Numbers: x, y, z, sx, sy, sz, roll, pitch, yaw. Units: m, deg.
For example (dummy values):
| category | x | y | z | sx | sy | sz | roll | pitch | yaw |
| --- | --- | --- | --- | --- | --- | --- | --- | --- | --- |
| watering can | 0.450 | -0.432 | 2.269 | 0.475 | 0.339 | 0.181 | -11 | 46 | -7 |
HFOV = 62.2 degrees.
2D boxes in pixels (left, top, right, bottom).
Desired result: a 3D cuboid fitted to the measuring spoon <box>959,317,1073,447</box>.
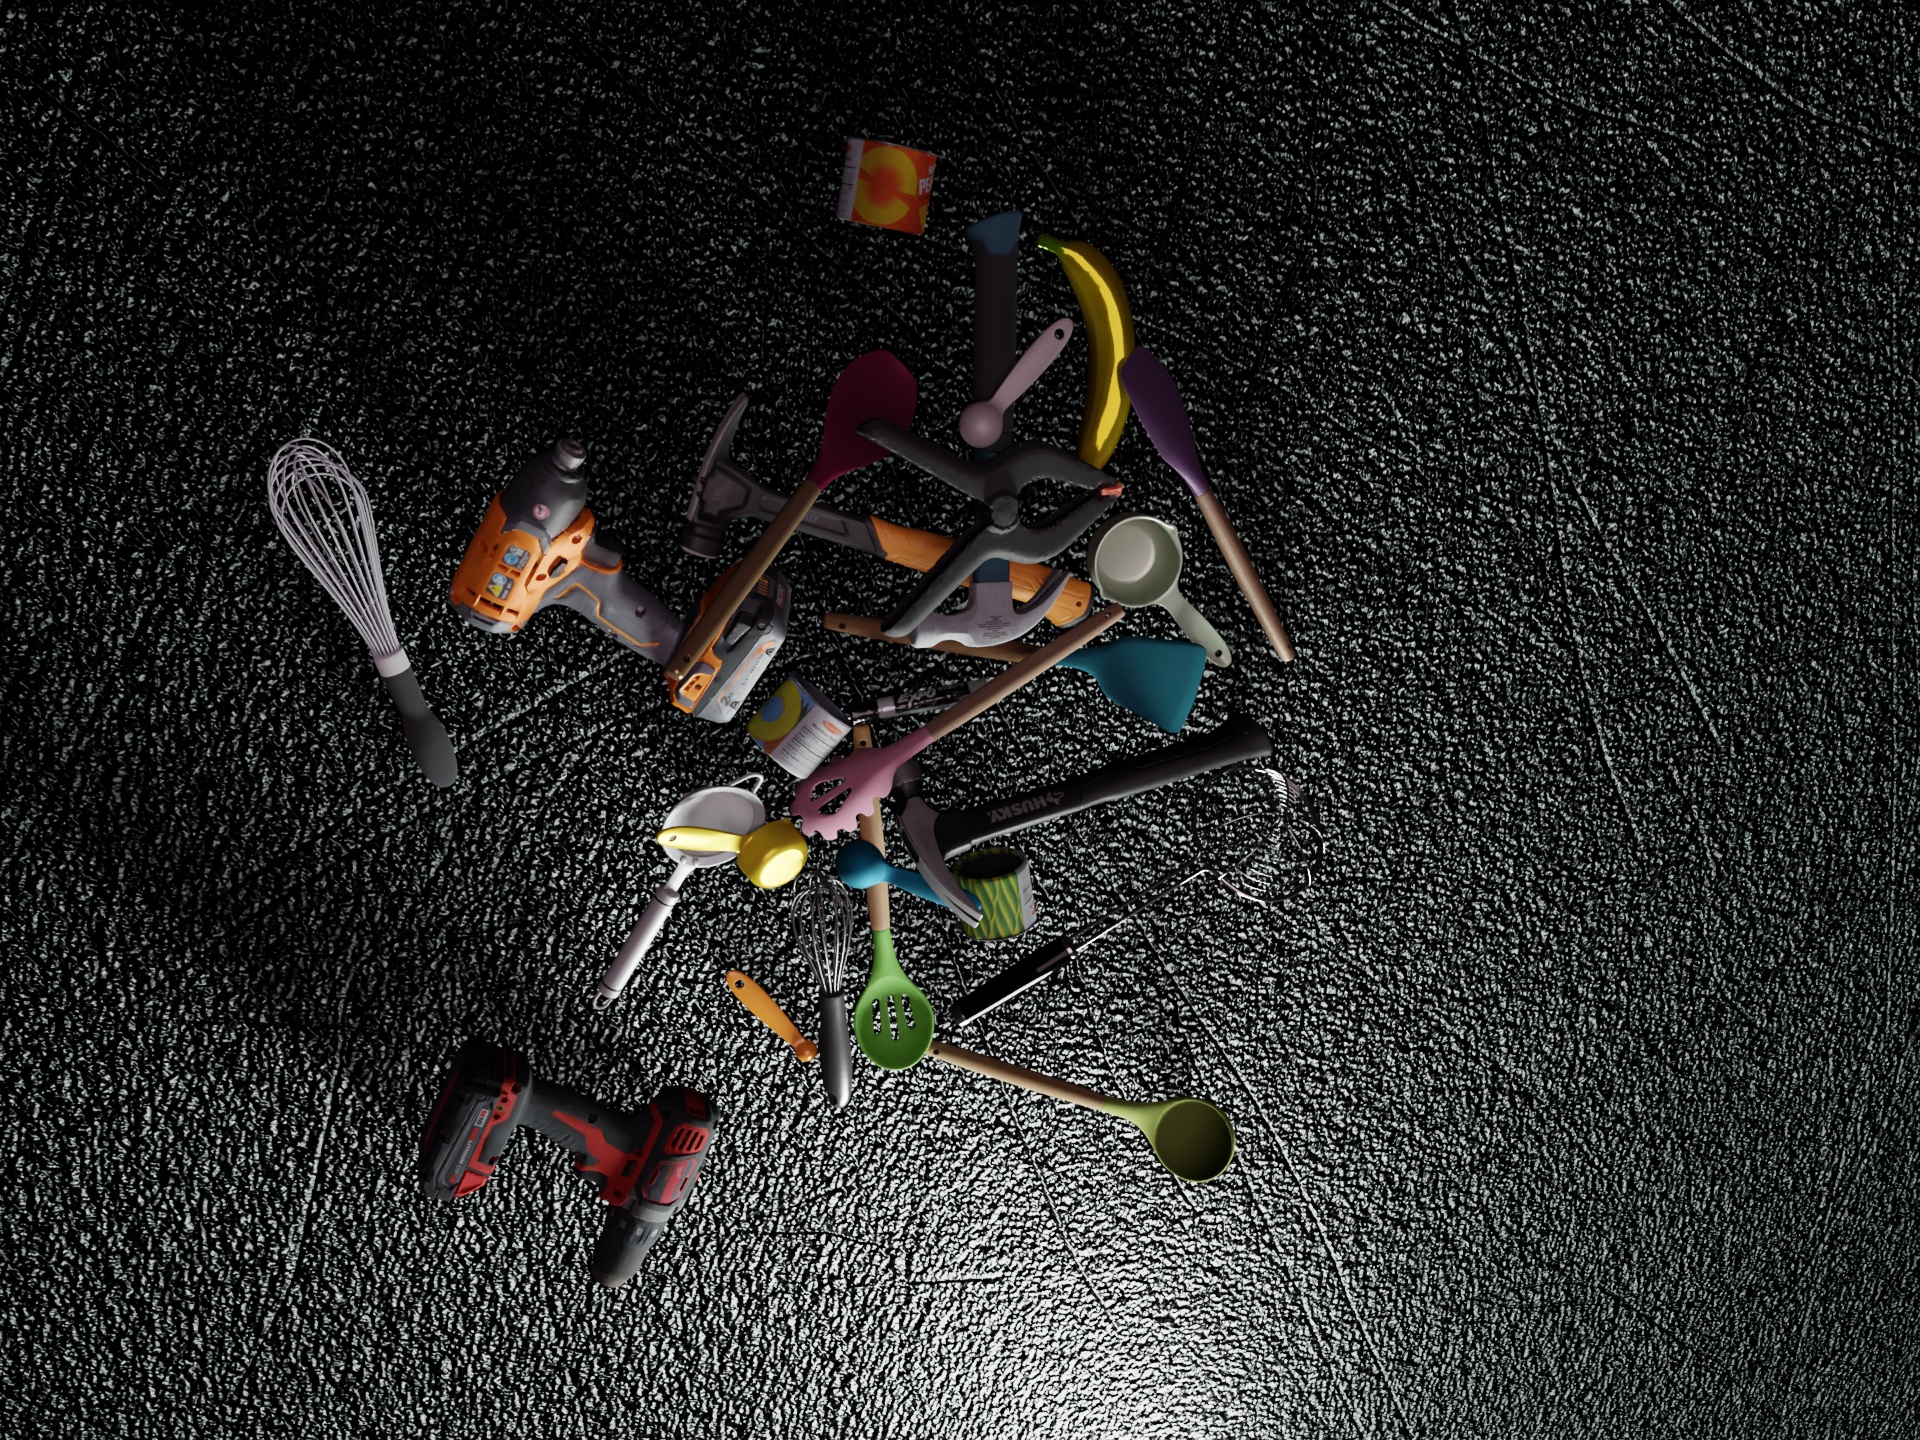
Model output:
| category | x | y | z | sx | sy | sz | roll | pitch | yaw |
| --- | --- | --- | --- | --- | --- | --- | --- | --- | --- |
| measuring spoon | 0.046 | -0.257 | 1.201 | 0.034 | 0.018 | 0.124 | 41 | 85 | -19 |

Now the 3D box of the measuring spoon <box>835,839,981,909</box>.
| category | x | y | z | sx | sy | sz | roll | pitch | yaw |
| --- | --- | --- | --- | --- | --- | --- | --- | --- | --- |
| measuring spoon | -0.044 | 0.136 | 1.320 | 0.128 | 0.021 | 0.042 | 19 | 108 | 4 |

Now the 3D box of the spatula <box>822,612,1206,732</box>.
| category | x | y | z | sx | sy | sz | roll | pitch | yaw |
| --- | --- | --- | --- | --- | --- | --- | --- | --- | --- |
| spatula | 0.043 | -0.055 | 1.307 | 0.317 | 0.044 | 0.082 | 8 | 115 | -16 |

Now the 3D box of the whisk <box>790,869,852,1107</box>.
| category | x | y | z | sx | sy | sz | roll | pitch | yaw |
| --- | --- | --- | --- | --- | --- | --- | --- | --- | --- |
| whisk | -0.114 | 0.233 | 1.362 | 0.055 | 0.055 | 0.238 | -8 | 114 | -12 |

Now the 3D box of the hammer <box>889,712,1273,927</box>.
| category | x | y | z | sx | sy | sz | roll | pitch | yaw |
| --- | --- | --- | --- | --- | --- | --- | --- | --- | --- |
| hammer | 0.113 | 0.062 | 1.342 | 0.334 | 0.035 | 0.146 | -16 | 70 | -16 |

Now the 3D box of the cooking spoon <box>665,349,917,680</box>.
| category | x | y | z | sx | sy | sz | roll | pitch | yaw |
| --- | --- | --- | --- | --- | --- | --- | --- | --- | --- |
| cooking spoon | -0.123 | -0.154 | 1.167 | 0.068 | 0.017 | 0.319 | 43 | 63 | -22 |

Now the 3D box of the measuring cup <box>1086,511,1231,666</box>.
| category | x | y | z | sx | sy | sz | roll | pitch | yaw |
| --- | --- | --- | --- | --- | --- | --- | --- | --- | --- |
| measuring cup | 0.170 | -0.106 | 1.328 | 0.083 | 0.038 | 0.167 | -44 | 115 | 2 |

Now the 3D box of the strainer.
| category | x | y | z | sx | sy | sz | roll | pitch | yaw |
| --- | --- | --- | --- | --- | --- | --- | --- | --- | --- |
| strainer | -0.237 | 0.135 | 1.297 | 0.086 | 0.050 | 0.258 | 21 | 108 | -40 |

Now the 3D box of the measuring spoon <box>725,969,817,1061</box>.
| category | x | y | z | sx | sy | sz | roll | pitch | yaw |
| --- | --- | --- | --- | --- | --- | --- | --- | --- | --- |
| measuring spoon | -0.163 | 0.256 | 1.372 | 0.021 | 0.011 | 0.116 | -39 | 113 | 0 |

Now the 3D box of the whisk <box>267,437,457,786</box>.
| category | x | y | z | sx | sy | sz | roll | pitch | yaw |
| --- | --- | --- | --- | --- | --- | --- | --- | --- | --- |
| whisk | -0.431 | -0.073 | 1.172 | 0.070 | 0.070 | 0.284 | -20 | 117 | -8 |

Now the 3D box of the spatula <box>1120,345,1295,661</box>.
| category | x | y | z | sx | sy | sz | roll | pitch | yaw |
| --- | --- | --- | --- | --- | --- | --- | --- | --- | --- |
| spatula | 0.211 | -0.171 | 1.313 | 0.315 | 0.018 | 0.060 | 56 | 51 | -29 |

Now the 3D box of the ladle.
| category | x | y | z | sx | sy | sz | roll | pitch | yaw |
| --- | --- | --- | --- | --- | --- | --- | --- | --- | --- |
| ladle | 0.109 | 0.347 | 1.453 | 0.320 | 0.062 | 0.078 | 22 | 99 | -18 |

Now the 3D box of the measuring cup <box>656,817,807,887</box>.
| category | x | y | z | sx | sy | sz | roll | pitch | yaw |
| --- | --- | --- | --- | --- | --- | --- | --- | --- | --- |
| measuring cup | -0.180 | 0.105 | 1.265 | 0.062 | 0.029 | 0.156 | -54 | 147 | 15 |

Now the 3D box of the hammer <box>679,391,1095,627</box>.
| category | x | y | z | sx | sy | sz | roll | pitch | yaw |
| --- | --- | --- | --- | --- | --- | --- | --- | --- | --- |
| hammer | -0.044 | -0.147 | 1.259 | 0.336 | 0.034 | 0.127 | 16 | 104 | -19 |

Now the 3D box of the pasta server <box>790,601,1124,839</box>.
| category | x | y | z | sx | sy | sz | roll | pitch | yaw |
| --- | --- | --- | --- | --- | --- | --- | --- | --- | --- |
| pasta server | -0.002 | -0.004 | 1.288 | 0.316 | 0.040 | 0.060 | -33 | 83 | -2 |

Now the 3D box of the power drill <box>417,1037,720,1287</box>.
| category | x | y | z | sx | sy | sz | roll | pitch | yaw |
| --- | --- | --- | --- | --- | --- | --- | --- | --- | --- |
| power drill | -0.335 | 0.376 | 1.335 | 0.226 | 0.080 | 0.188 | 22 | 101 | -23 |

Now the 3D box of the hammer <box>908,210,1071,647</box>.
| category | x | y | z | sx | sy | sz | roll | pitch | yaw |
| --- | --- | --- | --- | --- | --- | --- | --- | --- | --- |
| hammer | 0.024 | -0.222 | 1.228 | 0.128 | 0.033 | 0.331 | -3 | 100 | -19 |

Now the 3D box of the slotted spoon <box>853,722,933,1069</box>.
| category | x | y | z | sx | sy | sz | roll | pitch | yaw |
| --- | --- | --- | --- | --- | --- | --- | --- | --- | --- |
| slotted spoon | -0.068 | 0.152 | 1.356 | 0.070 | 0.031 | 0.313 | -7 | 108 | -5 |

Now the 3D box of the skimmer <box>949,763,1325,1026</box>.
| category | x | y | z | sx | sy | sz | roll | pitch | yaw |
| --- | --- | --- | --- | --- | --- | --- | --- | --- | --- |
| skimmer | 0.153 | 0.168 | 1.409 | 0.363 | 0.090 | 0.127 | -34 | 78 | 10 |

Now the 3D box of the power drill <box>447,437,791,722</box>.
| category | x | y | z | sx | sy | sz | roll | pitch | yaw |
| --- | --- | --- | --- | --- | --- | --- | --- | --- | --- |
| power drill | -0.242 | -0.105 | 1.172 | 0.226 | 0.084 | 0.164 | 25 | 124 | -20 |
